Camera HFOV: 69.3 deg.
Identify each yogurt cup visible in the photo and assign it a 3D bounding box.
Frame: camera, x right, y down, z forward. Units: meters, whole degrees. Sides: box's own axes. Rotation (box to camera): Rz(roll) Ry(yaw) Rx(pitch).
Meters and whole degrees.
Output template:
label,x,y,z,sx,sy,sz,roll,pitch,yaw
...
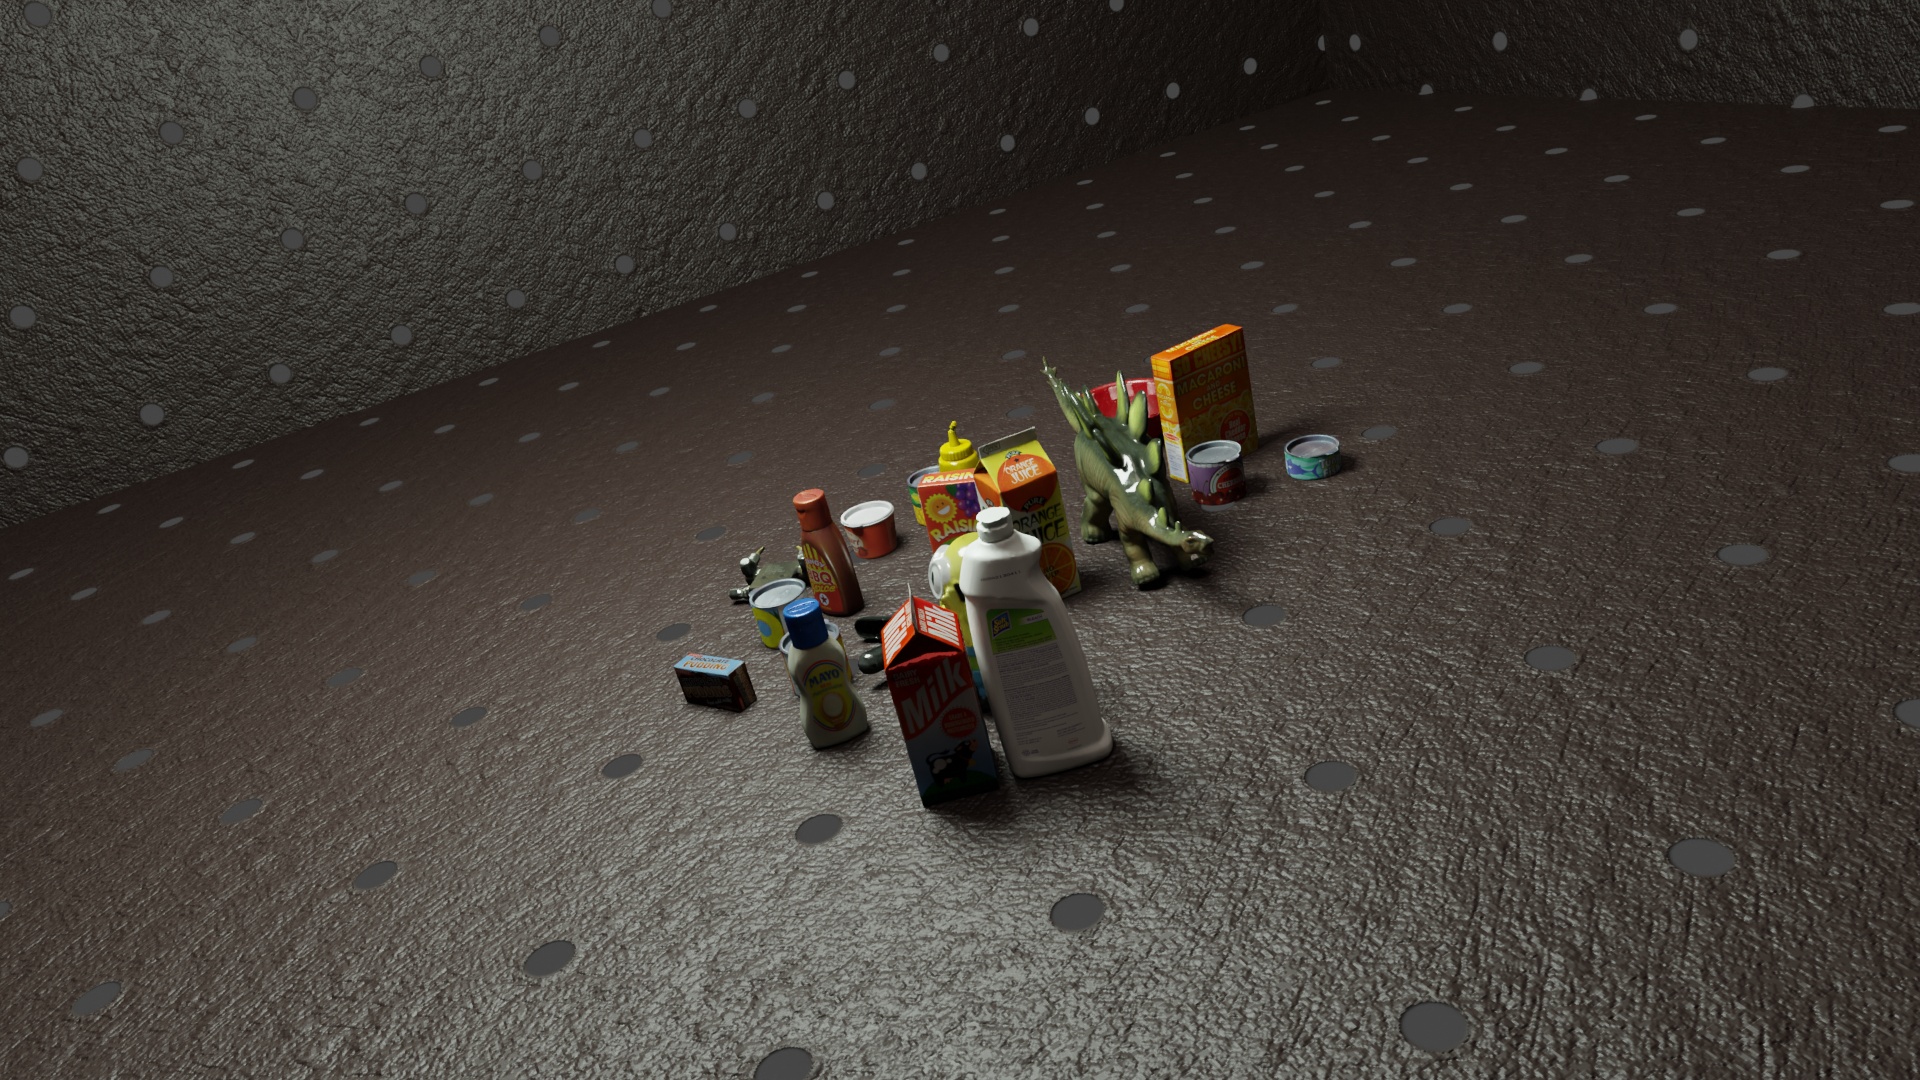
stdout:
label,x,y,z,sx,sy,sz,roll,pitch,yaw
yogurt cup,-0.112,-0.012,1.753,0.072,0.053,0.073,-11,25,5

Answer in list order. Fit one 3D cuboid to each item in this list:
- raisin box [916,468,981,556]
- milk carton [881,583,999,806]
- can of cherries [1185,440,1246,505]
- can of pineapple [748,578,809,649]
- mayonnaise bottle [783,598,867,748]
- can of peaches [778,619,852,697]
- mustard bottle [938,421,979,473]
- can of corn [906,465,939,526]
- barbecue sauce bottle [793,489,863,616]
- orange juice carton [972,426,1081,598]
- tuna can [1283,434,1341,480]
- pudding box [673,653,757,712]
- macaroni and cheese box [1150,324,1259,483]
label,x,y,z,sx,sy,sz,roll,pitch,yaw
raisin box,0.006,-0.020,1.628,0.086,0.123,0.040,-6,26,17
milk carton,-0.023,0.134,1.237,0.073,0.189,0.072,-14,24,0
can of cherries,0.311,-0.081,1.677,0.071,0.058,0.072,-11,25,5
can of pineapple,-0.203,0.084,1.594,0.071,0.057,0.071,-11,25,5
mayonnaise bottle,-0.137,0.129,1.358,0.065,0.147,0.041,-19,25,-12
can of peaches,-0.152,0.126,1.477,0.071,0.057,0.071,-11,25,5
mustard bottle,0.003,-0.071,1.692,0.049,0.159,0.065,-28,28,-28
can of corn,-0.030,-0.057,1.800,0.071,0.058,0.071,-11,25,5
barbecue sauce bottle,-0.157,0.014,1.609,0.065,0.148,0.044,11,35,43
orange juice carton,0.070,-0.027,1.527,0.072,0.191,0.073,-22,26,-17
tuna can,0.430,-0.101,1.689,0.071,0.032,0.071,-11,25,5
pudding box,-0.263,0.151,1.491,0.083,0.049,0.030,5,30,35
macaroni and cheese box,0.307,-0.172,1.743,0.124,0.165,0.040,-26,27,-24
